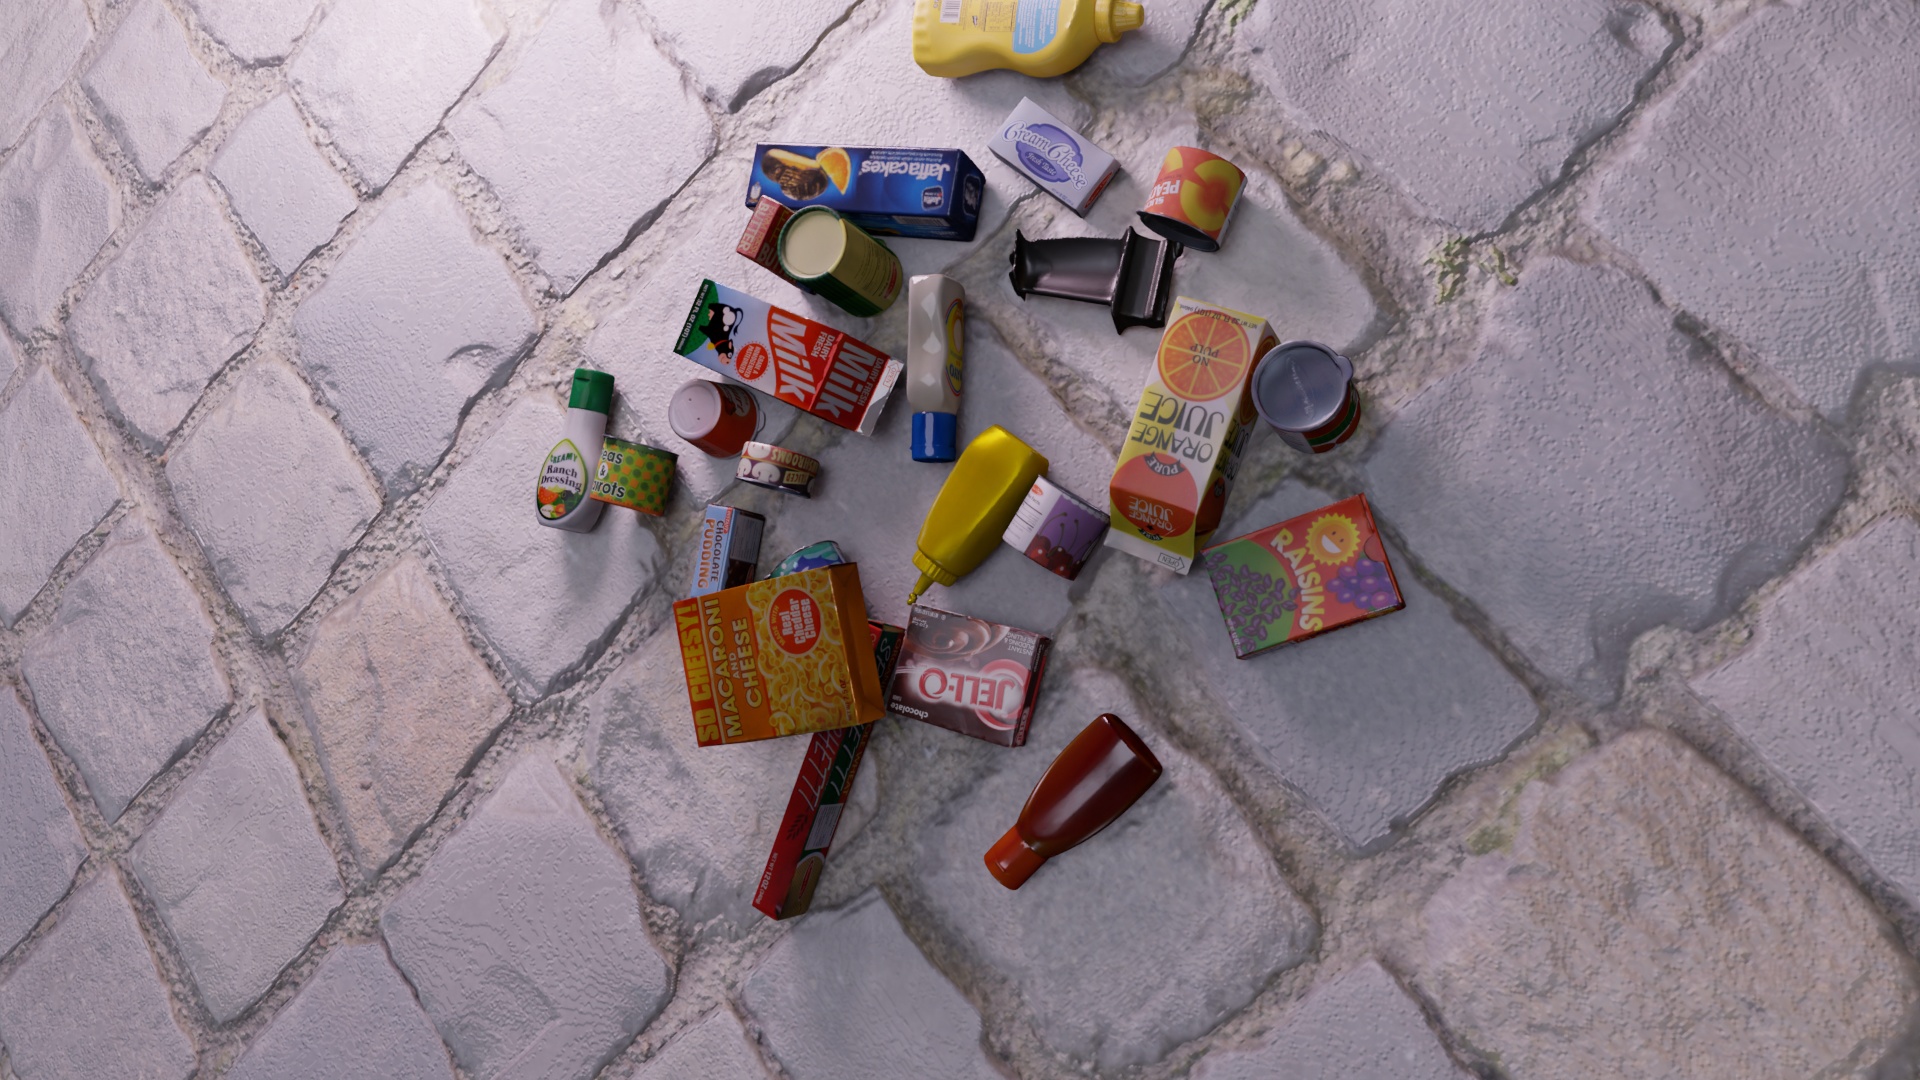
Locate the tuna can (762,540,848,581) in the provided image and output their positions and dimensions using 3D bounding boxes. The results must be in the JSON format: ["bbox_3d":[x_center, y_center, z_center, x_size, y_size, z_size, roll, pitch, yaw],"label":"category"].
[{"bbox_3d":[-0.124,0.033,1.142,0.071,0.071,0.033,-37,71,14],"label":"tuna can"}]

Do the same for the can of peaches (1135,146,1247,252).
[{"bbox_3d":[0.177,-0.262,1.064,0.071,0.071,0.058,24,91,24],"label":"can of peaches"}]

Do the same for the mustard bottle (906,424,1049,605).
[{"bbox_3d":[0.004,-0.014,1.107,0.065,0.049,0.160,41,99,33],"label":"mustard bottle"}]

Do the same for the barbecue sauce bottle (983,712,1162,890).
[{"bbox_3d":[0.080,0.201,1.046,0.148,0.043,0.065,-46,68,10],"label":"barbecue sauce bottle"}]

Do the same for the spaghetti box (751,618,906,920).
[{"bbox_3d":[-0.104,0.182,1.122,0.029,0.050,0.250,19,89,23],"label":"spaghetti box"}]

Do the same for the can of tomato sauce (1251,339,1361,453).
[{"bbox_3d":[0.252,-0.103,1.000,0.071,0.083,0.071,-3,81,22],"label":"can of tomato sauce"}]

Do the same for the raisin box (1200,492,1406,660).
[{"bbox_3d":[0.248,0.027,1.006,0.123,0.040,0.086,-21,74,18],"label":"raisin box"}]

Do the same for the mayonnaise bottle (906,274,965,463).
[{"bbox_3d":[-0.020,-0.138,1.132,0.041,0.065,0.148,-1,86,19],"label":"mayonnaise bottle"}]

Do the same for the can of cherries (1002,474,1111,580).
[{"bbox_3d":[0.077,-0.008,1.069,0.071,0.071,0.058,33,96,23],"label":"can of cherries"}]

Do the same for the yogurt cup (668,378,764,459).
[{"bbox_3d":[-0.217,-0.109,1.212,0.072,0.054,0.072,-4,81,23],"label":"yogurt cup"}]

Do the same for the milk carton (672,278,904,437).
[{"bbox_3d":[-0.140,-0.152,1.176,0.191,0.073,0.072,25,92,24],"label":"milk carton"}]

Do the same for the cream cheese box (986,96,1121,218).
[{"bbox_3d":[0.076,-0.315,1.139,0.104,0.024,0.053,41,97,22],"label":"cream cheese box"}]

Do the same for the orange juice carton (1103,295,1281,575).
[{"bbox_3d":[0.170,-0.075,1.036,0.072,0.073,0.192,20,90,24],"label":"orange juice carton"}]

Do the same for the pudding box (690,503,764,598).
[{"bbox_3d":[-0.199,0.014,1.187,0.030,0.049,0.083,7,85,25],"label":"pudding box"}]

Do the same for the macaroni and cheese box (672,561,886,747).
[{"bbox_3d":[-0.145,0.093,1.098,0.166,0.040,0.123,-13,86,33],"label":"macaroni and cheese box"}]

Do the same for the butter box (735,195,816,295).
[{"bbox_3d":[-0.145,-0.249,1.177,0.024,0.103,0.053,28,94,24],"label":"butter box"}]

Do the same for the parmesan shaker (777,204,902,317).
[{"bbox_3d":[-0.099,-0.234,1.155,0.071,0.103,0.071,-4,81,22],"label":"parmesan shaker"}]

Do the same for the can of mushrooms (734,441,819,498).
[{"bbox_3d":[-0.153,-0.059,1.169,0.071,0.071,0.033,14,86,24],"label":"can of mushrooms"}]

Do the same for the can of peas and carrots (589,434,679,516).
[{"bbox_3d":[-0.289,-0.057,1.224,0.071,0.071,0.058,13,88,24],"label":"can of peas and carrots"}]

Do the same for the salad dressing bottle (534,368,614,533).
[{"bbox_3d":[-0.348,-0.082,1.267,0.064,0.044,0.147,8,85,22],"label":"salad dressing bottle"}]
